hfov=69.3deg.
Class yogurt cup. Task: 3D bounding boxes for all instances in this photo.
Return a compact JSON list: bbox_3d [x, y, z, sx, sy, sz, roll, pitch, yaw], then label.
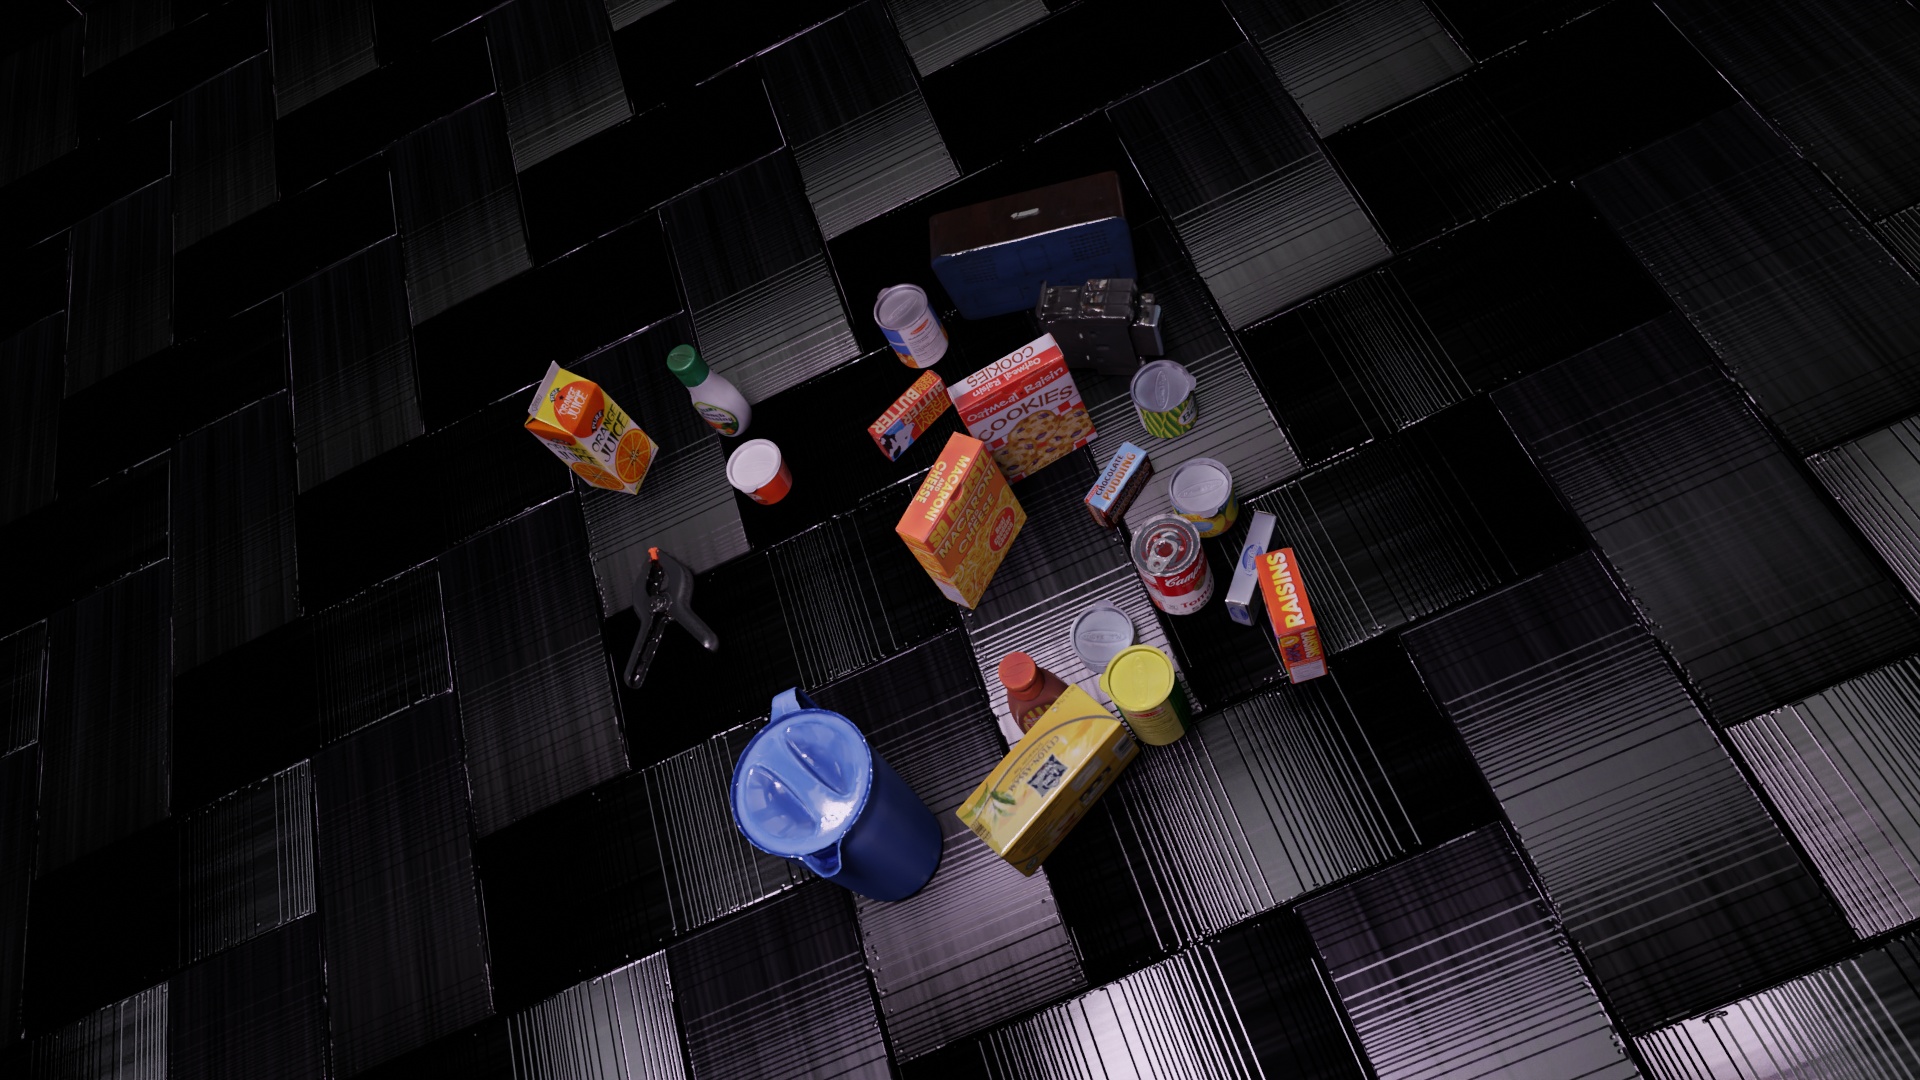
[{"bbox_3d":[-0.233,-0.078,1.632,0.072,0.053,0.073,-8,61,15],"label":"yogurt cup"}]

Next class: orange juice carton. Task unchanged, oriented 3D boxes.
[{"bbox_3d":[-0.447,-0.134,1.655,0.073,0.192,0.072,10,68,24],"label":"orange juice carton"}]

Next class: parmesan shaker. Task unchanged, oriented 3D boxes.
[{"bbox_3d":[0.179,0.150,1.336,0.071,0.102,0.071,-8,61,15],"label":"parmesan shaker"}]

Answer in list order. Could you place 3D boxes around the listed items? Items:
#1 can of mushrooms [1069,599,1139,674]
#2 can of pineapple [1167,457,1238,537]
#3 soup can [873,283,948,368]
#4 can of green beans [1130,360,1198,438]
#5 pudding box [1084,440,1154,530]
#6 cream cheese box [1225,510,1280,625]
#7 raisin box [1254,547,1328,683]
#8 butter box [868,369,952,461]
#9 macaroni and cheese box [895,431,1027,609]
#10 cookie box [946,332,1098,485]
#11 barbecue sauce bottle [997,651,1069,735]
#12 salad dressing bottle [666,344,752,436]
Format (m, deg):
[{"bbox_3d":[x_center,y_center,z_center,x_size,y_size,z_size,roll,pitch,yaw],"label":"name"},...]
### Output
[{"bbox_3d":[0.148,0.099,1.416,0.071,0.033,0.071,-8,61,15],"label":"can of mushrooms"},{"bbox_3d":[0.252,-0.042,1.440,0.071,0.057,0.071,-8,61,15],"label":"can of pineapple"},{"bbox_3d":[-0.059,-0.255,1.648,0.071,0.083,0.071,-8,61,15],"label":"soup can"},{"bbox_3d":[0.222,-0.153,1.510,0.071,0.057,0.071,-8,61,15],"label":"can of green beans"},{"bbox_3d":[0.170,-0.059,1.483,0.030,0.049,0.084,29,76,30],"label":"pudding box"},{"bbox_3d":[0.294,0.028,1.390,0.024,0.053,0.104,13,68,25],"label":"cream cheese box"},{"bbox_3d":[0.314,0.072,1.319,0.040,0.123,0.086,-16,59,11],"label":"raisin box"},{"bbox_3d":[-0.057,-0.145,1.606,0.103,0.053,0.024,-46,58,-8],"label":"butter box"},{"bbox_3d":[0.005,-0.018,1.450,0.040,0.166,0.124,22,72,28],"label":"macaroni and cheese box"},{"bbox_3d":[0.070,-0.135,1.489,0.123,0.167,0.040,-29,58,3],"label":"cookie box"},{"bbox_3d":[0.073,0.151,1.346,0.065,0.148,0.044,-23,58,7],"label":"barbecue sauce bottle"},{"bbox_3d":[-0.299,-0.178,1.653,0.064,0.147,0.044,10,67,24],"label":"salad dressing bottle"}]
